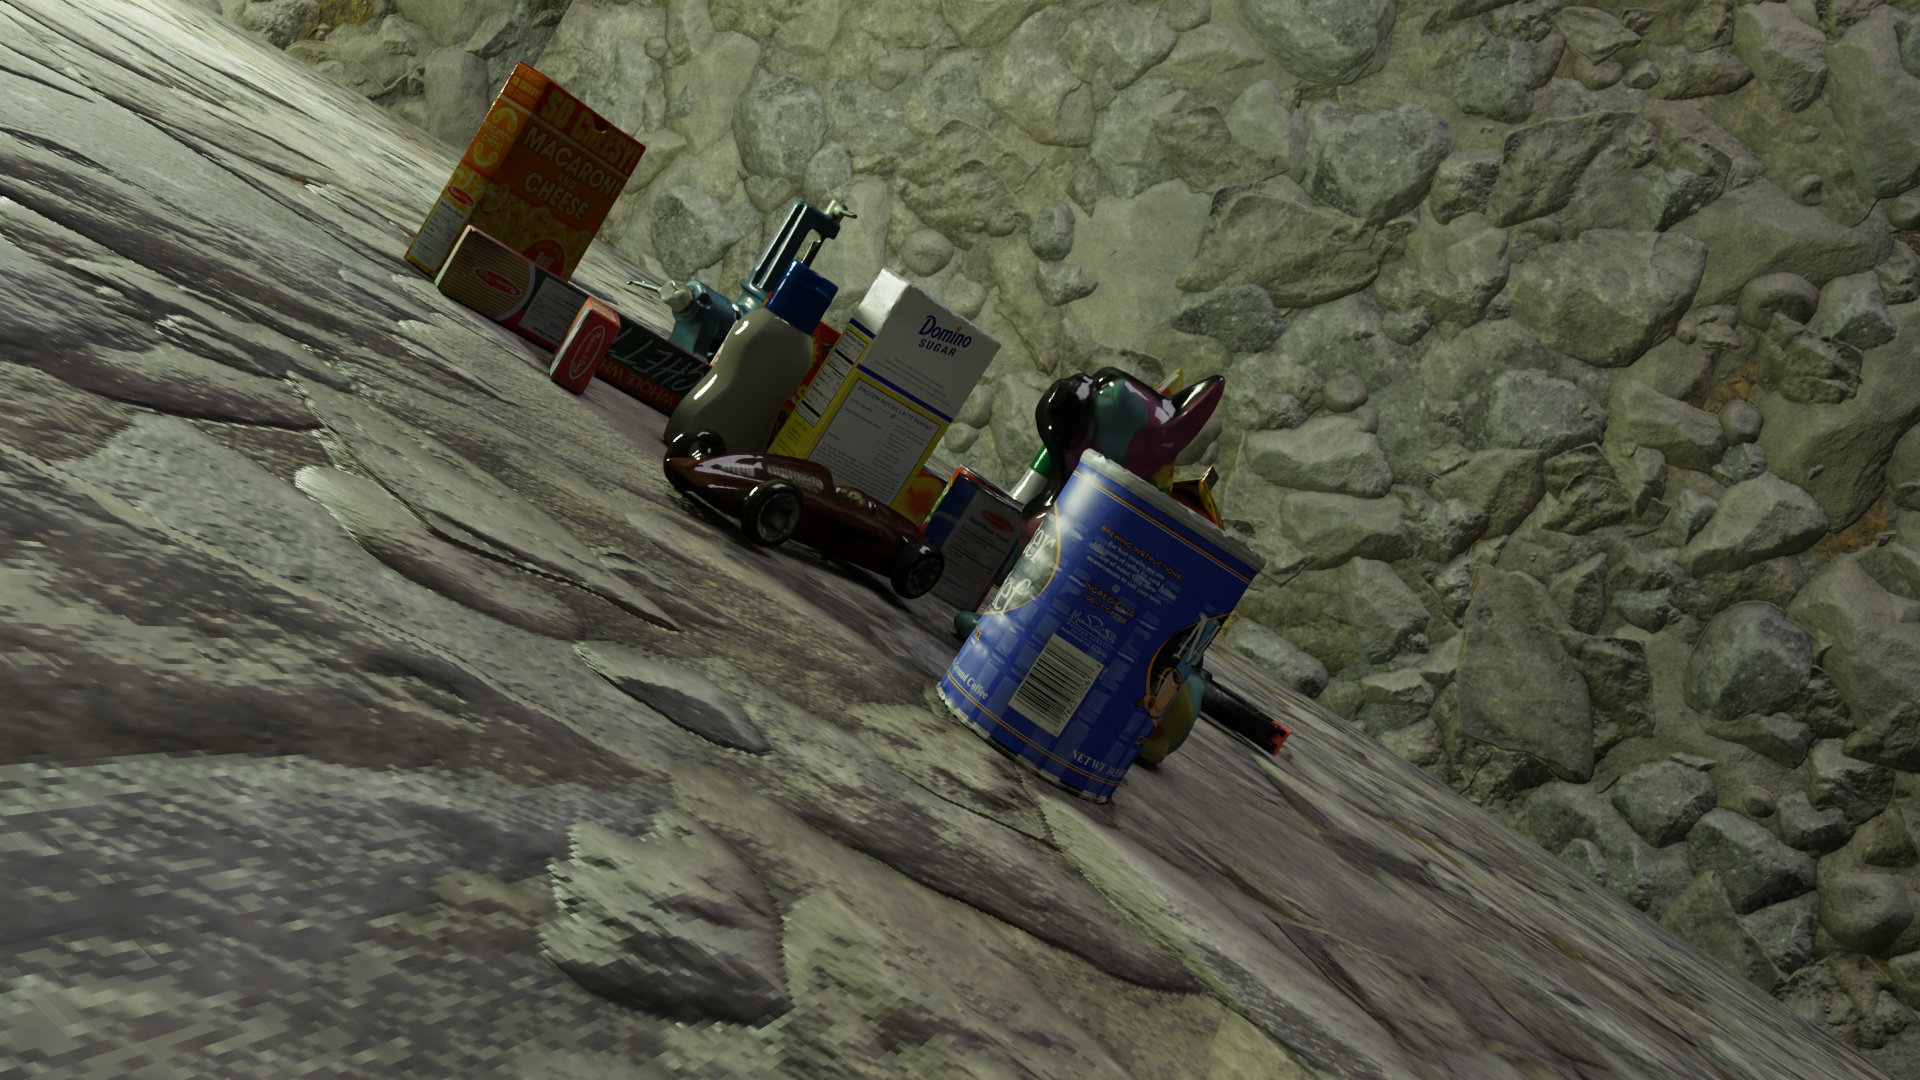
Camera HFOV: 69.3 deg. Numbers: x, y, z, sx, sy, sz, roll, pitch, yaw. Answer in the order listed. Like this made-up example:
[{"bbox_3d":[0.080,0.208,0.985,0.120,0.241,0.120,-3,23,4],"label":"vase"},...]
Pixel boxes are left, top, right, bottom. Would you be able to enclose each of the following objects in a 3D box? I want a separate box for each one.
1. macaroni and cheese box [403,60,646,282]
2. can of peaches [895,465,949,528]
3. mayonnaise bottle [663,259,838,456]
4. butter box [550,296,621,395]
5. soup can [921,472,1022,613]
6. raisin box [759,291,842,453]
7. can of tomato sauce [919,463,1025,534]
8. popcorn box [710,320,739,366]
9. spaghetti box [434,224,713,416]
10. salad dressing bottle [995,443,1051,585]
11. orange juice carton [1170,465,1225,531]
[{"bbox_3d":[-0.324,-0.257,1.050,0.040,0.166,0.123,34,5,22],"label":"macaroni and cheese box"},{"bbox_3d":[-0.055,-0.050,1.322,0.071,0.058,0.071,32,4,-3],"label":"can of peaches"},{"bbox_3d":[-0.134,-0.114,0.923,0.064,0.148,0.041,29,5,-41],"label":"mayonnaise bottle"},{"bbox_3d":[-0.250,-0.131,0.926,0.024,0.053,0.104,31,5,-20],"label":"butter box"},{"bbox_3d":[0.005,0.001,1.025,0.071,0.083,0.071,32,4,-3],"label":"soup can"},{"bbox_3d":[-0.136,-0.113,1.046,0.086,0.123,0.040,29,5,-39],"label":"raisin box"},{"bbox_3d":[0.004,-0.015,1.196,0.071,0.083,0.071,32,4,-3],"label":"can of tomato sauce"},{"bbox_3d":[-0.178,-0.131,1.195,0.038,0.085,0.127,29,5,-38],"label":"popcorn box"},{"bbox_3d":[-0.260,-0.145,1.025,0.250,0.050,0.029,29,5,-32],"label":"spaghetti box"},{"bbox_3d":[0.061,-0.029,1.320,0.064,0.147,0.044,34,4,24],"label":"salad dressing bottle"},{"bbox_3d":[0.163,0.022,1.168,0.073,0.192,0.072,34,4,17],"label":"orange juice carton"}]
